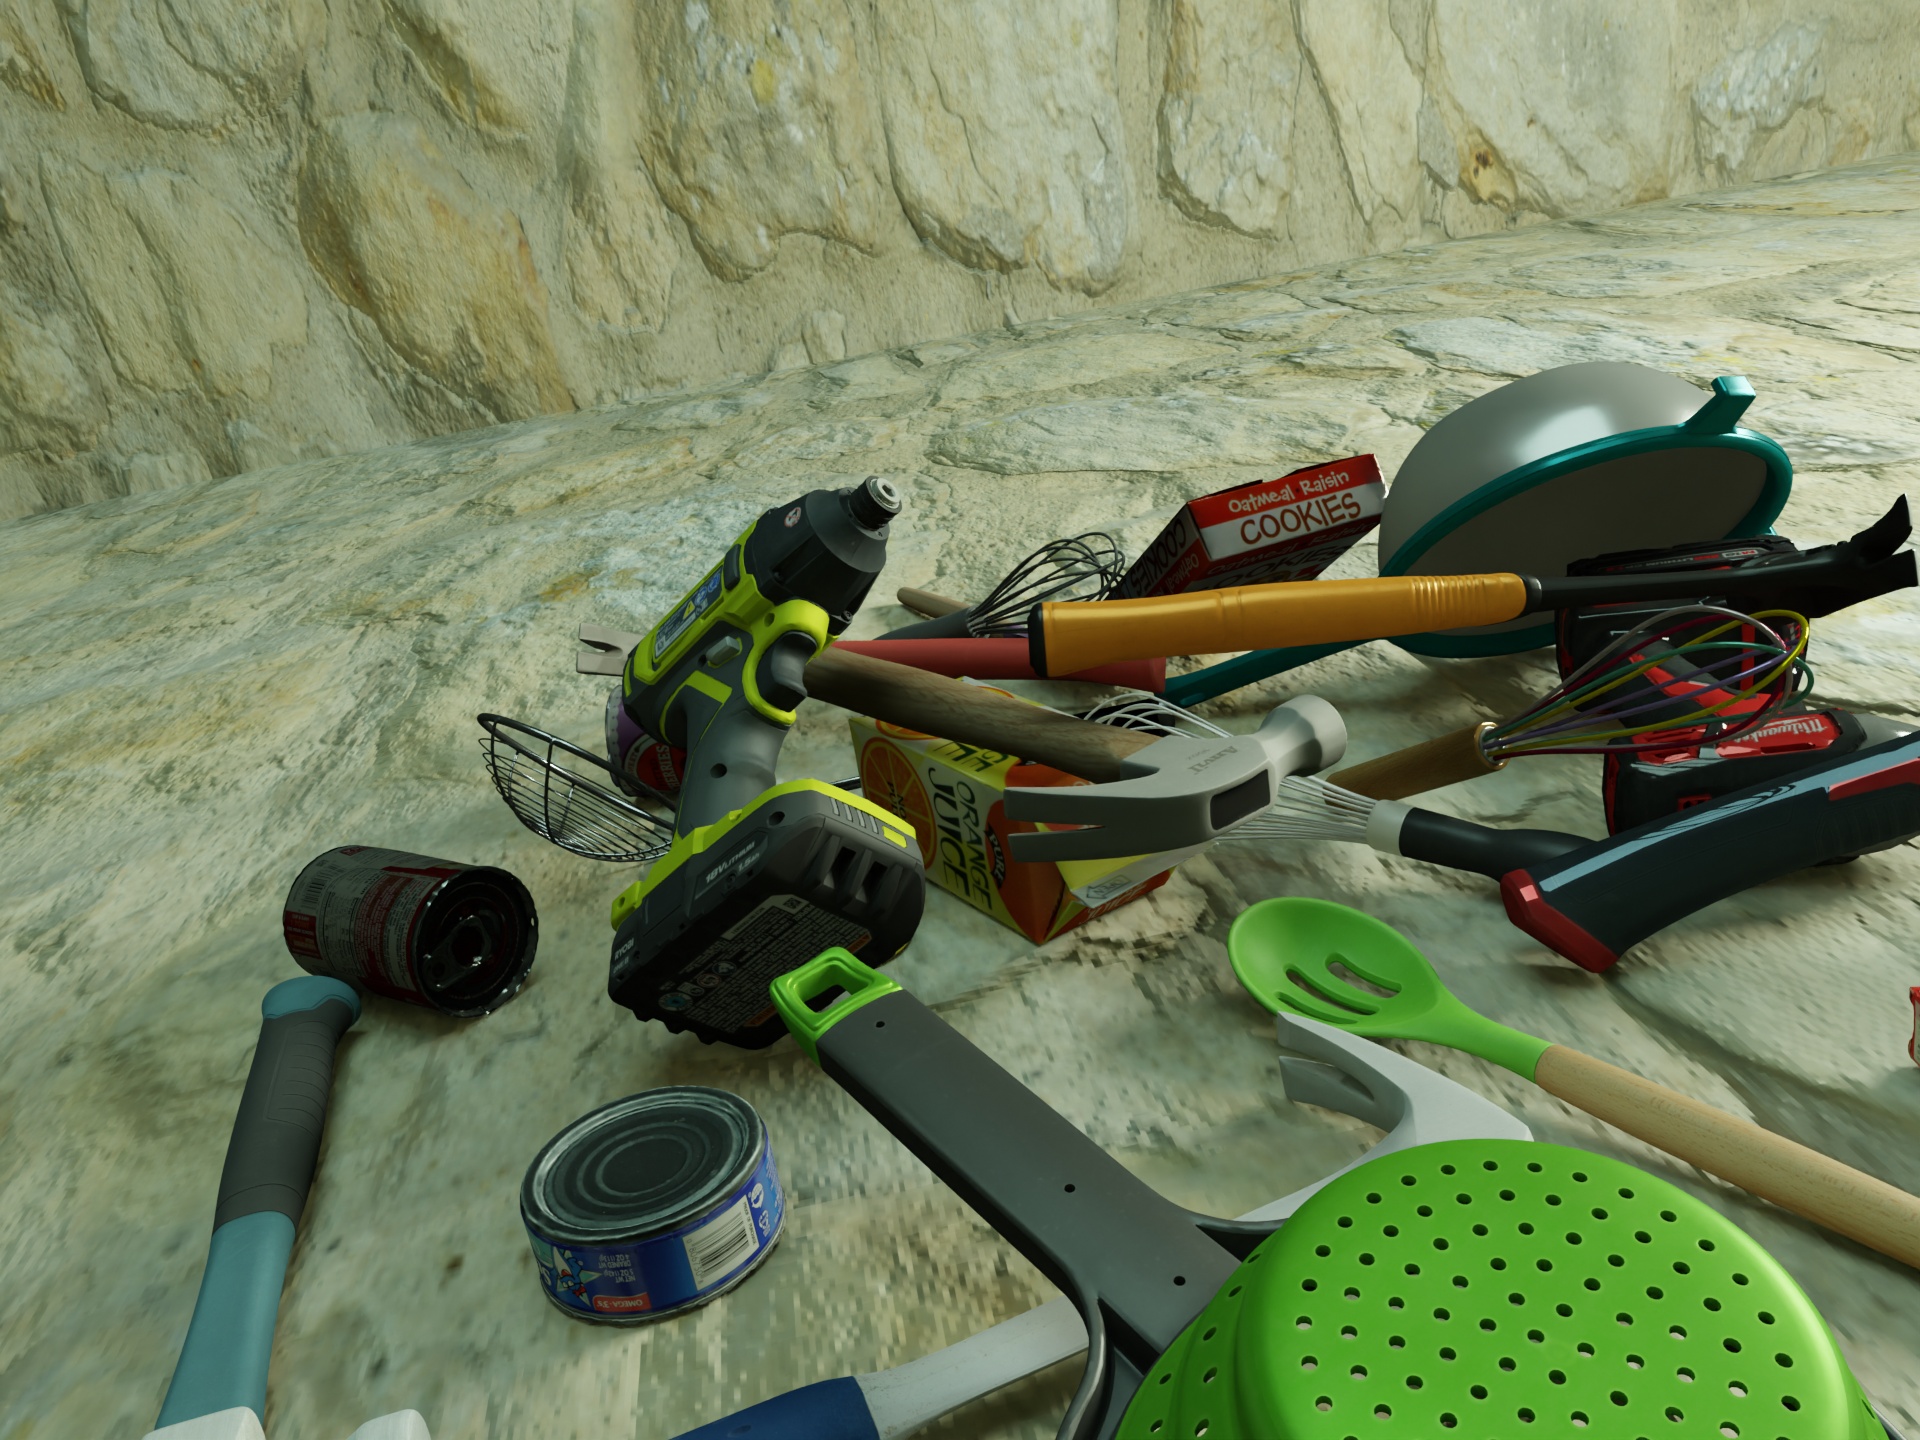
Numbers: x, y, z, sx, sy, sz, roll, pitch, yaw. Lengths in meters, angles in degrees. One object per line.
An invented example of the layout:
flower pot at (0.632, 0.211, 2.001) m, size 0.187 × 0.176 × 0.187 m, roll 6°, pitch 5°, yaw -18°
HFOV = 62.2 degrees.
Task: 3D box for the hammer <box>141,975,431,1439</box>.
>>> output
hammer at (-0.251, 0.177, 0.572) m, size 0.128 × 0.033 × 0.331 m, roll -14°, pitch 21°, yaw -12°

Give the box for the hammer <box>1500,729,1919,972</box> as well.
hammer at (0.385, -0.006, 0.584) m, size 0.386 × 0.143 × 0.038 m, roll -19°, pitch -9°, yaw 6°

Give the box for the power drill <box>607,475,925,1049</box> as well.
power drill at (-0.081, 0.008, 0.674) m, size 0.171 × 0.080 × 0.223 m, roll -40°, pitch 39°, yaw 30°

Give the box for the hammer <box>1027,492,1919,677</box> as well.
hammer at (0.195, -0.048, 0.646) m, size 0.337 × 0.034 × 0.127 m, roll -5°, pitch -5°, yaw 4°

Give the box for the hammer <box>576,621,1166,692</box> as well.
hammer at (-0.050, -0.037, 0.935) m, size 0.359 × 0.037 × 0.149 m, roll 1°, pitch -3°, yaw 31°

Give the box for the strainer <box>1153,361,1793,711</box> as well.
strainer at (0.252, -0.100, 0.854) m, size 0.340 × 0.095 × 0.210 m, roll -21°, pitch -26°, yaw 23°

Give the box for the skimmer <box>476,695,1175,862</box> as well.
skimmer at (-0.066, 0.005, 0.849) m, size 0.363 × 0.090 × 0.127 m, roll -12°, pitch -10°, yaw -10°

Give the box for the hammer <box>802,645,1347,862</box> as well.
hammer at (-0.001, -0.002, 0.711) m, size 0.130 × 0.031 × 0.331 m, roll -25°, pitch 26°, yaw -34°

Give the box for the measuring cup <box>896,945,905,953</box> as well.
measuring cup at (-0.088, 0.081, 0.746) m, size 0.157 × 0.029 × 0.062 m, roll 11°, pitch 30°, yaw 41°

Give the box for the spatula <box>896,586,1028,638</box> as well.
spatula at (0.025, -0.061, 1.065) m, size 0.059 × 0.018 × 0.316 m, roll 20°, pitch 3°, yaw -29°

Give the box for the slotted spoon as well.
slotted spoon at (0.209, 0.122, 0.508) m, size 0.070 × 0.031 × 0.314 m, roll -24°, pitch 26°, yaw -31°

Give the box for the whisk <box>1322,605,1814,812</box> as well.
whisk at (0.239, 0.003, 0.657) m, size 0.051 × 0.047 × 0.245 m, roll 18°, pitch -23°, yaw -24°

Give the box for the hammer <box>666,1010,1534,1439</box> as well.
hammer at (-0.017, 0.184, 0.439) m, size 0.405 × 0.035 × 0.144 m, roll -17°, pitch 22°, yaw -18°

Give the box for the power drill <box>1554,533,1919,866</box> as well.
power drill at (0.350, -0.007, 0.710) m, size 0.143 × 0.078 × 0.220 m, roll -6°, pitch 24°, yaw 14°

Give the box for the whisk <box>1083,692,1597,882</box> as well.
whisk at (0.163, 0.039, 0.706) m, size 0.285 × 0.070 × 0.070 m, roll 13°, pitch 31°, yaw 38°

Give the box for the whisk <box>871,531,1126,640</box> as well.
whisk at (0.009, -0.063, 0.978) m, size 0.239 × 0.055 × 0.055 m, roll -18°, pitch 11°, yaw 44°

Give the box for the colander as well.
colander at (0.063, 0.125, 0.377) m, size 0.204 × 0.094 × 0.397 m, roll -27°, pitch 36°, yaw -28°
